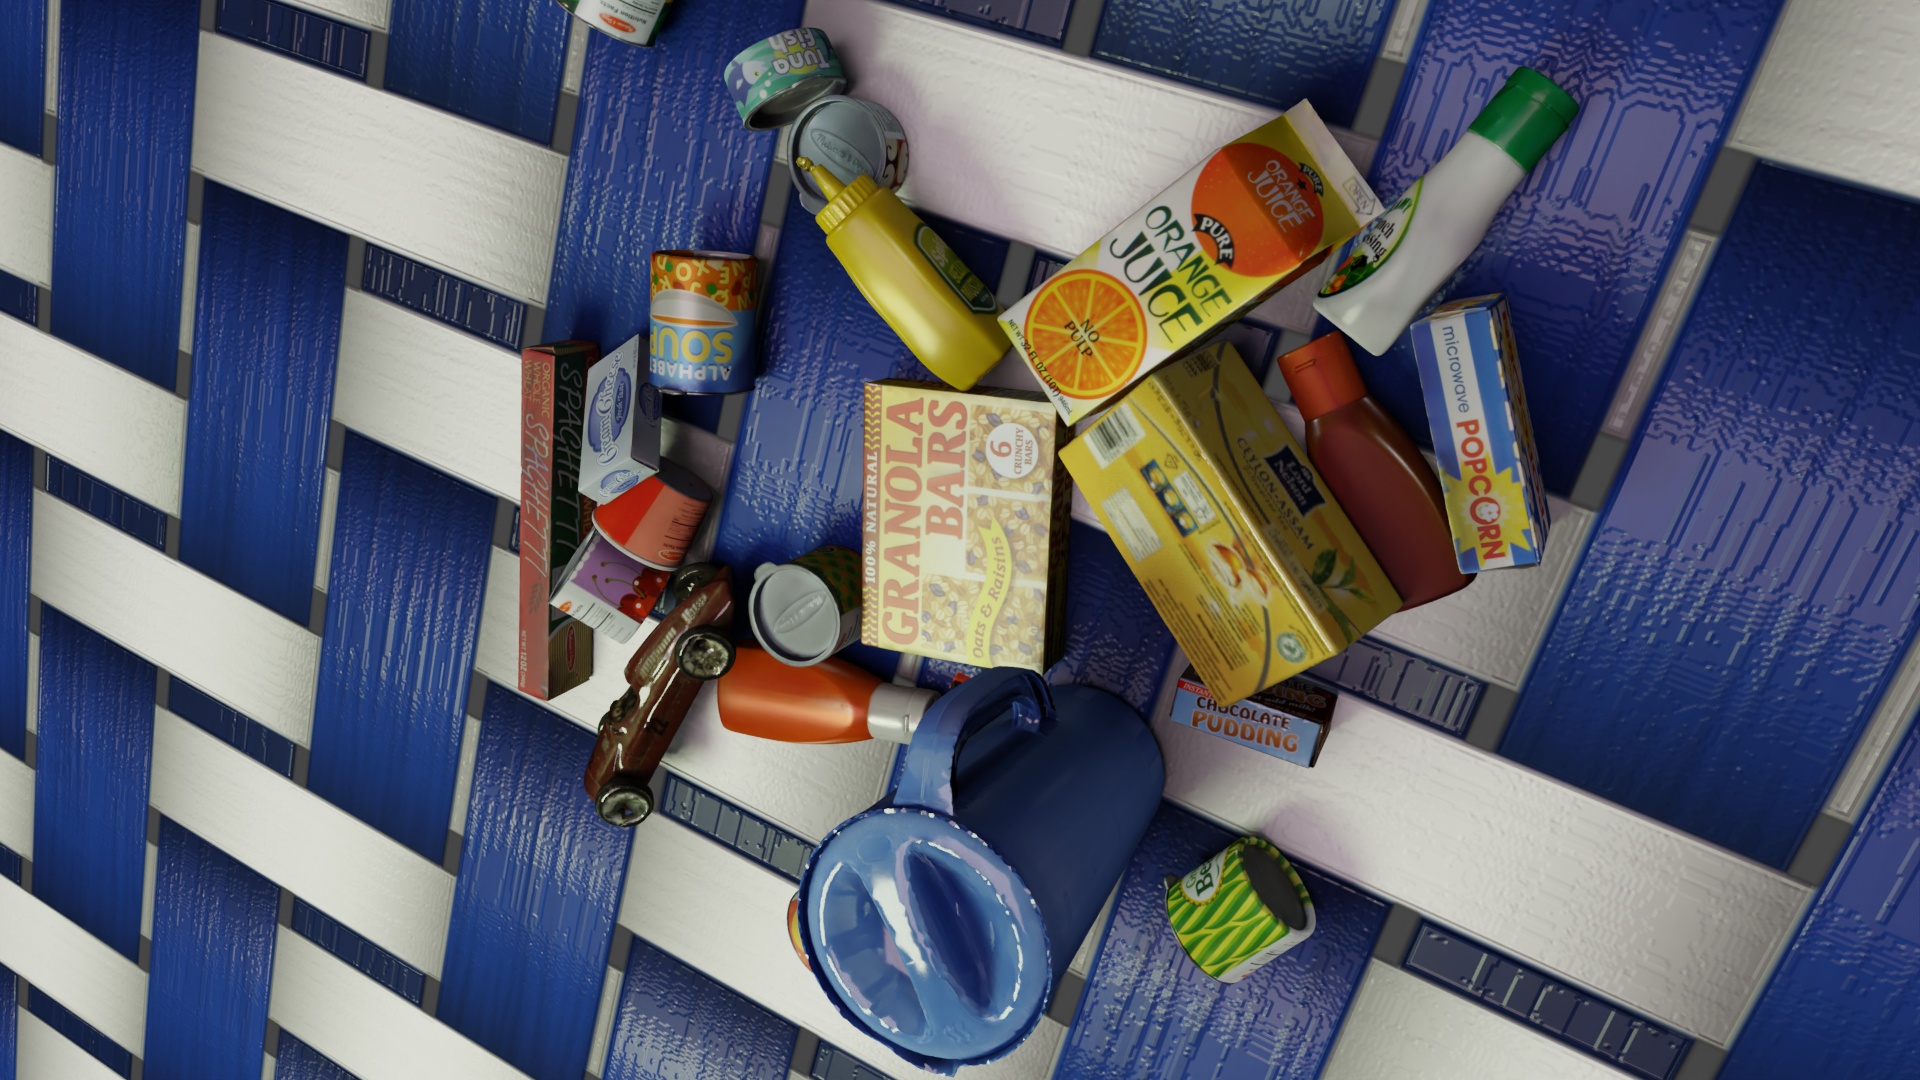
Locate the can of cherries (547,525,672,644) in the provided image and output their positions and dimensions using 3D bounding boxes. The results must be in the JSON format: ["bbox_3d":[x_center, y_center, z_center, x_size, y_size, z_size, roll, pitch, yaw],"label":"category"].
[{"bbox_3d":[-0.232,0.026,0.932,0.058,0.072,0.071,33,117,-16],"label":"can of cherries"}]

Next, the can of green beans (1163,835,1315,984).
[{"bbox_3d":[0.162,0.213,0.804,0.057,0.071,0.071,-43,83,26],"label":"can of green beans"}]

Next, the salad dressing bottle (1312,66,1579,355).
[{"bbox_3d":[0.239,-0.161,0.685,0.044,0.064,0.147,36,107,-8],"label":"salad dressing bottle"}]

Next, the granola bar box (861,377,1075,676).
[{"bbox_3d":[0.003,-0.011,0.838,0.124,0.039,0.165,8,106,22],"label":"granola bar box"}]

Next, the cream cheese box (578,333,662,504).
[{"bbox_3d":[-0.219,-0.079,0.901,0.053,0.024,0.104,-28,51,29],"label":"cream cheese box"}]

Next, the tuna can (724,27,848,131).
[{"bbox_3d":[-0.101,-0.268,0.806,0.071,0.071,0.033,-22,93,27],"label":"tuna can"}]

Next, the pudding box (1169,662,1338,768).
[{"bbox_3d":[0.166,0.093,0.783,0.084,0.050,0.030,18,113,20],"label":"pudding box"}]

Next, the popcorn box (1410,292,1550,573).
[{"bbox_3d":[0.258,-0.055,0.684,0.038,0.085,0.126,-10,99,28],"label":"popcorn box"}]

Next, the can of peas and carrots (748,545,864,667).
[{"bbox_3d":[-0.093,0.039,0.883,0.071,0.059,0.070,6,104,24],"label":"can of peas and carrots"}]

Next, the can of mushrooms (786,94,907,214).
[{"bbox_3d":[-0.068,-0.226,0.822,0.071,0.033,0.071,6,105,23],"label":"can of mushrooms"}]

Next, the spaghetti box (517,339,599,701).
[{"bbox_3d":[-0.278,-0.014,0.960,0.029,0.050,0.249,12,107,21],"label":"spaghetti box"}]

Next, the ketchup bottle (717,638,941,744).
[{"bbox_3d":[-0.085,0.105,0.904,0.149,0.043,0.064,7,101,23],"label":"ketchup bottle"}]

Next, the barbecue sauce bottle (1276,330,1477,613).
[{"bbox_3d":[0.214,-0.037,0.733,0.064,0.044,0.148,-24,91,34],"label":"barbecue sauce bottle"}]

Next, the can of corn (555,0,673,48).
[{"bbox_3d":[-0.205,-0.342,0.840,0.071,0.071,0.058,38,115,12],"label":"can of corn"}]

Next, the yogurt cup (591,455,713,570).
[{"bbox_3d":[-0.200,-0.021,0.914,0.072,0.072,0.054,38,103,12],"label":"yogurt cup"}]

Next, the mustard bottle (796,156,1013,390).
[{"bbox_3d":[-0.035,-0.158,0.789,0.048,0.065,0.160,-38,102,25],"label":"mustard bottle"}]

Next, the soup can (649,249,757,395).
[{"bbox_3d":[-0.161,-0.136,0.865,0.071,0.071,0.083,10,106,22],"label":"soup can"}]

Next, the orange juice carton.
[{"bbox_3d":[0.121,-0.144,0.733,0.192,0.073,0.072,-34,87,27],"label":"orange juice carton"}]

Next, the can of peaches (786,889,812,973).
[{"bbox_3d":[-0.070,0.252,0.920,0.058,0.071,0.071,-34,88,27],"label":"can of peaches"}]
